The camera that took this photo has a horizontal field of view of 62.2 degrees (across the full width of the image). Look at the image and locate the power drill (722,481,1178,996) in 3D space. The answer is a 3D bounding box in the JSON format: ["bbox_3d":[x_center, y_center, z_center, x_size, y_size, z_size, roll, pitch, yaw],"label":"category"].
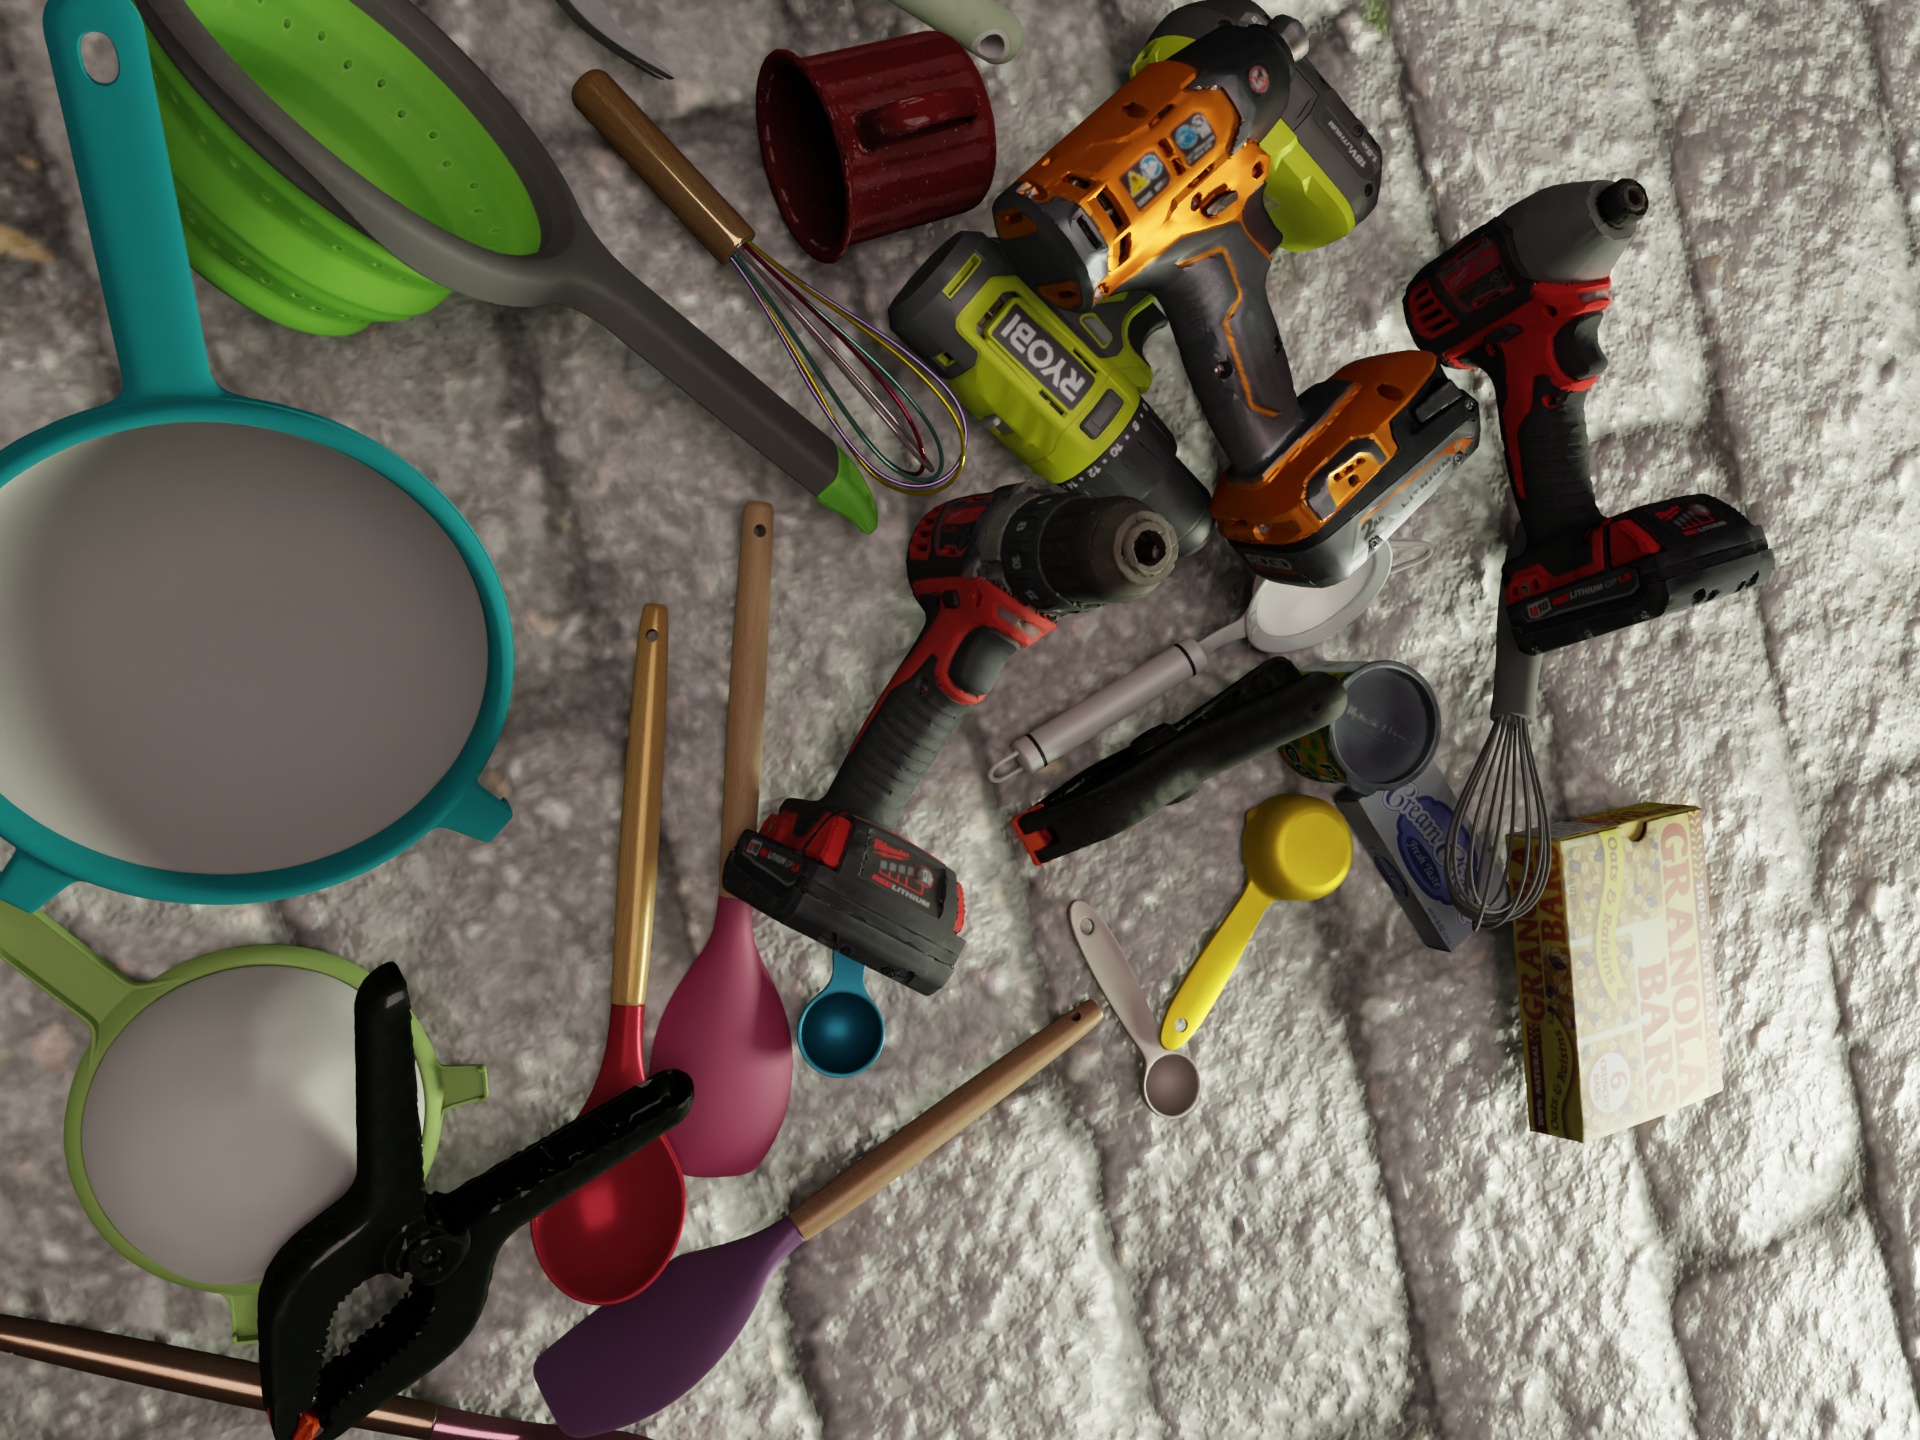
[{"bbox_3d":[-0.001,-0.002,0.688,0.080,0.188,0.227,31,81,-23],"label":"power drill"}]

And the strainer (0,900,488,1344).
[{"bbox_3d":[-0.329,0.136,0.646,0.256,0.069,0.151,45,78,-16],"label":"strainer"}]

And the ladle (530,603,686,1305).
[{"bbox_3d":[-0.152,0.103,0.728,0.069,0.031,0.315,4,88,-9],"label":"ladle"}]

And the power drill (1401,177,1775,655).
[{"bbox_3d":[0.311,-0.154,0.796,0.078,0.143,0.220,-16,85,-24],"label":"power drill"}]

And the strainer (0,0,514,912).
[{"bbox_3d":[-0.288,-0.094,0.601,0.211,0.095,0.340,-8,119,-18],"label":"strainer"}]

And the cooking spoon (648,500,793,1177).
[{"bbox_3d":[-0.105,0.057,0.746,0.068,0.017,0.319,3,91,-19],"label":"cooking spoon"}]

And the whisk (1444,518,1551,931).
[{"bbox_3d":[0.293,-0.003,0.847,0.055,0.055,0.239,19,72,-18],"label":"whisk"}]

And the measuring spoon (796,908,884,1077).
[{"bbox_3d":[-0.054,0.107,0.769,0.042,0.021,0.129,8,80,-12],"label":"measuring spoon"}]

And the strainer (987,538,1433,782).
[{"bbox_3d":[0.122,-0.039,0.808,0.258,0.050,0.086,-31,144,-10],"label":"strainer"}]

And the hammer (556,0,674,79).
[{"bbox_3d":[-0.036,-0.366,0.738,0.331,0.033,0.128,-9,114,-22],"label":"hammer"}]

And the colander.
[{"bbox_3d":[-0.201,-0.179,0.669,0.094,0.205,0.396,-40,124,21],"label":"colander"}]

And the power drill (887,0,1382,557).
[{"bbox_3d":[0.100,-0.212,0.779,0.190,0.080,0.228,41,81,-18],"label":"power drill"}]

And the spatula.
[{"bbox_3d":[-0.056,0.228,0.758,0.316,0.060,0.018,-33,142,-18],"label":"spatula"}]

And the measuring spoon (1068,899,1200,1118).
[{"bbox_3d":[0.084,0.147,0.816,0.034,0.018,0.124,-29,93,-25],"label":"measuring spoon"}]

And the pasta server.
[{"bbox_3d":[-0.258,0.307,0.691,0.316,0.060,0.040,20,44,-16],"label":"pasta server"}]

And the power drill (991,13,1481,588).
[{"bbox_3d":[0.138,-0.191,0.716,0.164,0.084,0.226,-44,113,-10],"label":"power drill"}]

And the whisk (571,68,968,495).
[{"bbox_3d":[-0.089,-0.197,0.731,0.245,0.047,0.051,47,54,-7],"label":"whisk"}]

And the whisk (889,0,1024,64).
[{"bbox_3d":[-0.070,-0.350,0.685,0.246,0.058,0.059,18,55,-34],"label":"whisk"}]

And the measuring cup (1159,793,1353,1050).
[{"bbox_3d":[0.151,0.105,0.820,0.062,0.029,0.156,40,73,-15],"label":"measuring cup"}]
